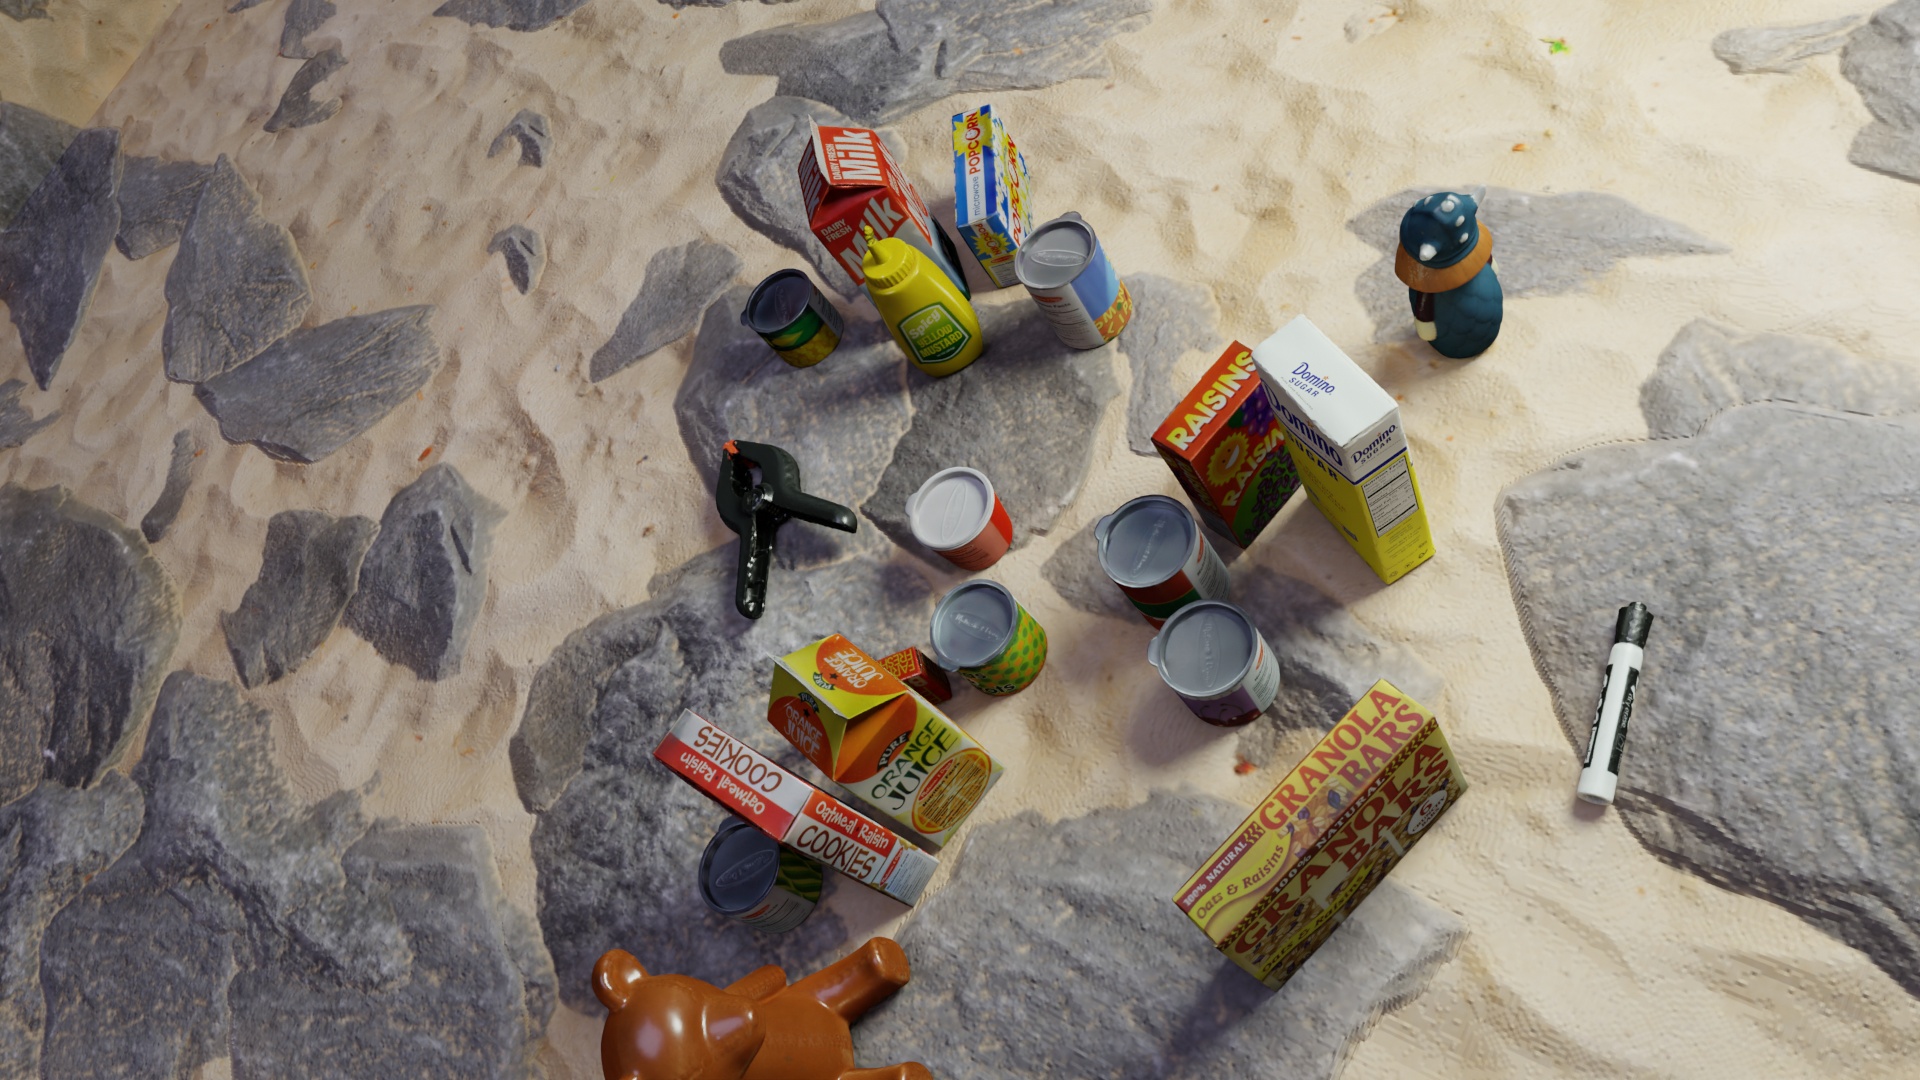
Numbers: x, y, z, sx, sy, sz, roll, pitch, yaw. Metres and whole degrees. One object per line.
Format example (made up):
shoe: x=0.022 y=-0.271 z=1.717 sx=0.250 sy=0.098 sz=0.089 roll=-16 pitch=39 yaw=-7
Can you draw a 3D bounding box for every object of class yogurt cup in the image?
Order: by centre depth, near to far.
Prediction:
yogurt cup: x=0.004 y=-0.013 z=1.027 sx=0.072 sy=0.054 sz=0.073 roll=-13 pitch=58 yaw=22

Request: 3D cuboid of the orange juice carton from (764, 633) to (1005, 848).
orange juice carton: x=-0.053 y=0.125 z=0.891 sx=0.072 sy=0.192 sz=0.073 roll=35 pitch=84 yaw=38

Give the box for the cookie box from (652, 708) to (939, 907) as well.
cookie box: x=-0.105 y=0.177 z=0.905 sx=0.123 sy=0.167 sz=0.040 roll=23 pitch=76 yaw=36

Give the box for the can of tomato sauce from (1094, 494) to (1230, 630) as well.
can of tomato sauce: x=0.134 y=0.018 z=0.920 sx=0.071 sy=0.083 sz=0.071 roll=-13 pitch=58 yaw=22

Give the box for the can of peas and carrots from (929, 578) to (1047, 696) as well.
can of peas and carrots: x=0.019 y=0.071 z=0.968 sx=0.071 sy=0.058 sz=0.071 roll=-13 pitch=58 yaw=22

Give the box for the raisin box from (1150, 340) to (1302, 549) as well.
raisin box: x=0.183 y=-0.061 z=0.913 sx=0.086 sy=0.123 sz=0.040 roll=-48 pitch=52 yaw=-3

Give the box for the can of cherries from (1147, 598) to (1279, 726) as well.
can of cherries: x=0.162 y=0.078 z=0.886 sx=0.071 sy=0.058 sz=0.072 roll=-13 pitch=58 yaw=22

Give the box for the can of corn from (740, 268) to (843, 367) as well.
can of corn: x=-0.146 y=-0.191 z=1.208 sx=0.071 sy=0.058 sz=0.071 roll=-13 pitch=58 yaw=22

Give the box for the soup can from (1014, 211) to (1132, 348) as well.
soup can: x=0.089 y=-0.199 z=1.068 sx=0.071 sy=0.083 sz=0.071 roll=-13 pitch=58 yaw=22

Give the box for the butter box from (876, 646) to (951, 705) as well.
butter box: x=-0.063 y=0.112 z=0.993 sx=0.103 sy=0.053 sz=0.024 roll=-23 pitch=55 yaw=16

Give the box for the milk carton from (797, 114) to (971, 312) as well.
milk carton: x=-0.069 y=-0.257 z=1.120 sx=0.073 sy=0.190 sz=0.072 roll=-26 pitch=54 yaw=14

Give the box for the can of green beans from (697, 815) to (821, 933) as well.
can of green beans: x=-0.138 y=0.233 z=0.961 sx=0.071 sy=0.057 sz=0.071 roll=-13 pitch=58 yaw=22

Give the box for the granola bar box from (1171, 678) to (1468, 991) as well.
granola bar box: x=0.203 y=0.166 z=0.771 sx=0.165 sy=0.124 sz=0.039 roll=-46 pitch=52 yaw=-2

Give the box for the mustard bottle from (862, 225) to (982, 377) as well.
mustard bottle: x=-0.038 y=-0.190 z=1.083 sx=0.065 sy=0.160 sz=0.049 roll=-28 pitch=54 yaw=12

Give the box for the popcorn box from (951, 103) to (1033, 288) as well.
popcorn box: x=0.028 y=-0.285 z=1.149 sx=0.038 sy=0.085 sz=0.127 roll=-15 pitch=57 yaw=21
